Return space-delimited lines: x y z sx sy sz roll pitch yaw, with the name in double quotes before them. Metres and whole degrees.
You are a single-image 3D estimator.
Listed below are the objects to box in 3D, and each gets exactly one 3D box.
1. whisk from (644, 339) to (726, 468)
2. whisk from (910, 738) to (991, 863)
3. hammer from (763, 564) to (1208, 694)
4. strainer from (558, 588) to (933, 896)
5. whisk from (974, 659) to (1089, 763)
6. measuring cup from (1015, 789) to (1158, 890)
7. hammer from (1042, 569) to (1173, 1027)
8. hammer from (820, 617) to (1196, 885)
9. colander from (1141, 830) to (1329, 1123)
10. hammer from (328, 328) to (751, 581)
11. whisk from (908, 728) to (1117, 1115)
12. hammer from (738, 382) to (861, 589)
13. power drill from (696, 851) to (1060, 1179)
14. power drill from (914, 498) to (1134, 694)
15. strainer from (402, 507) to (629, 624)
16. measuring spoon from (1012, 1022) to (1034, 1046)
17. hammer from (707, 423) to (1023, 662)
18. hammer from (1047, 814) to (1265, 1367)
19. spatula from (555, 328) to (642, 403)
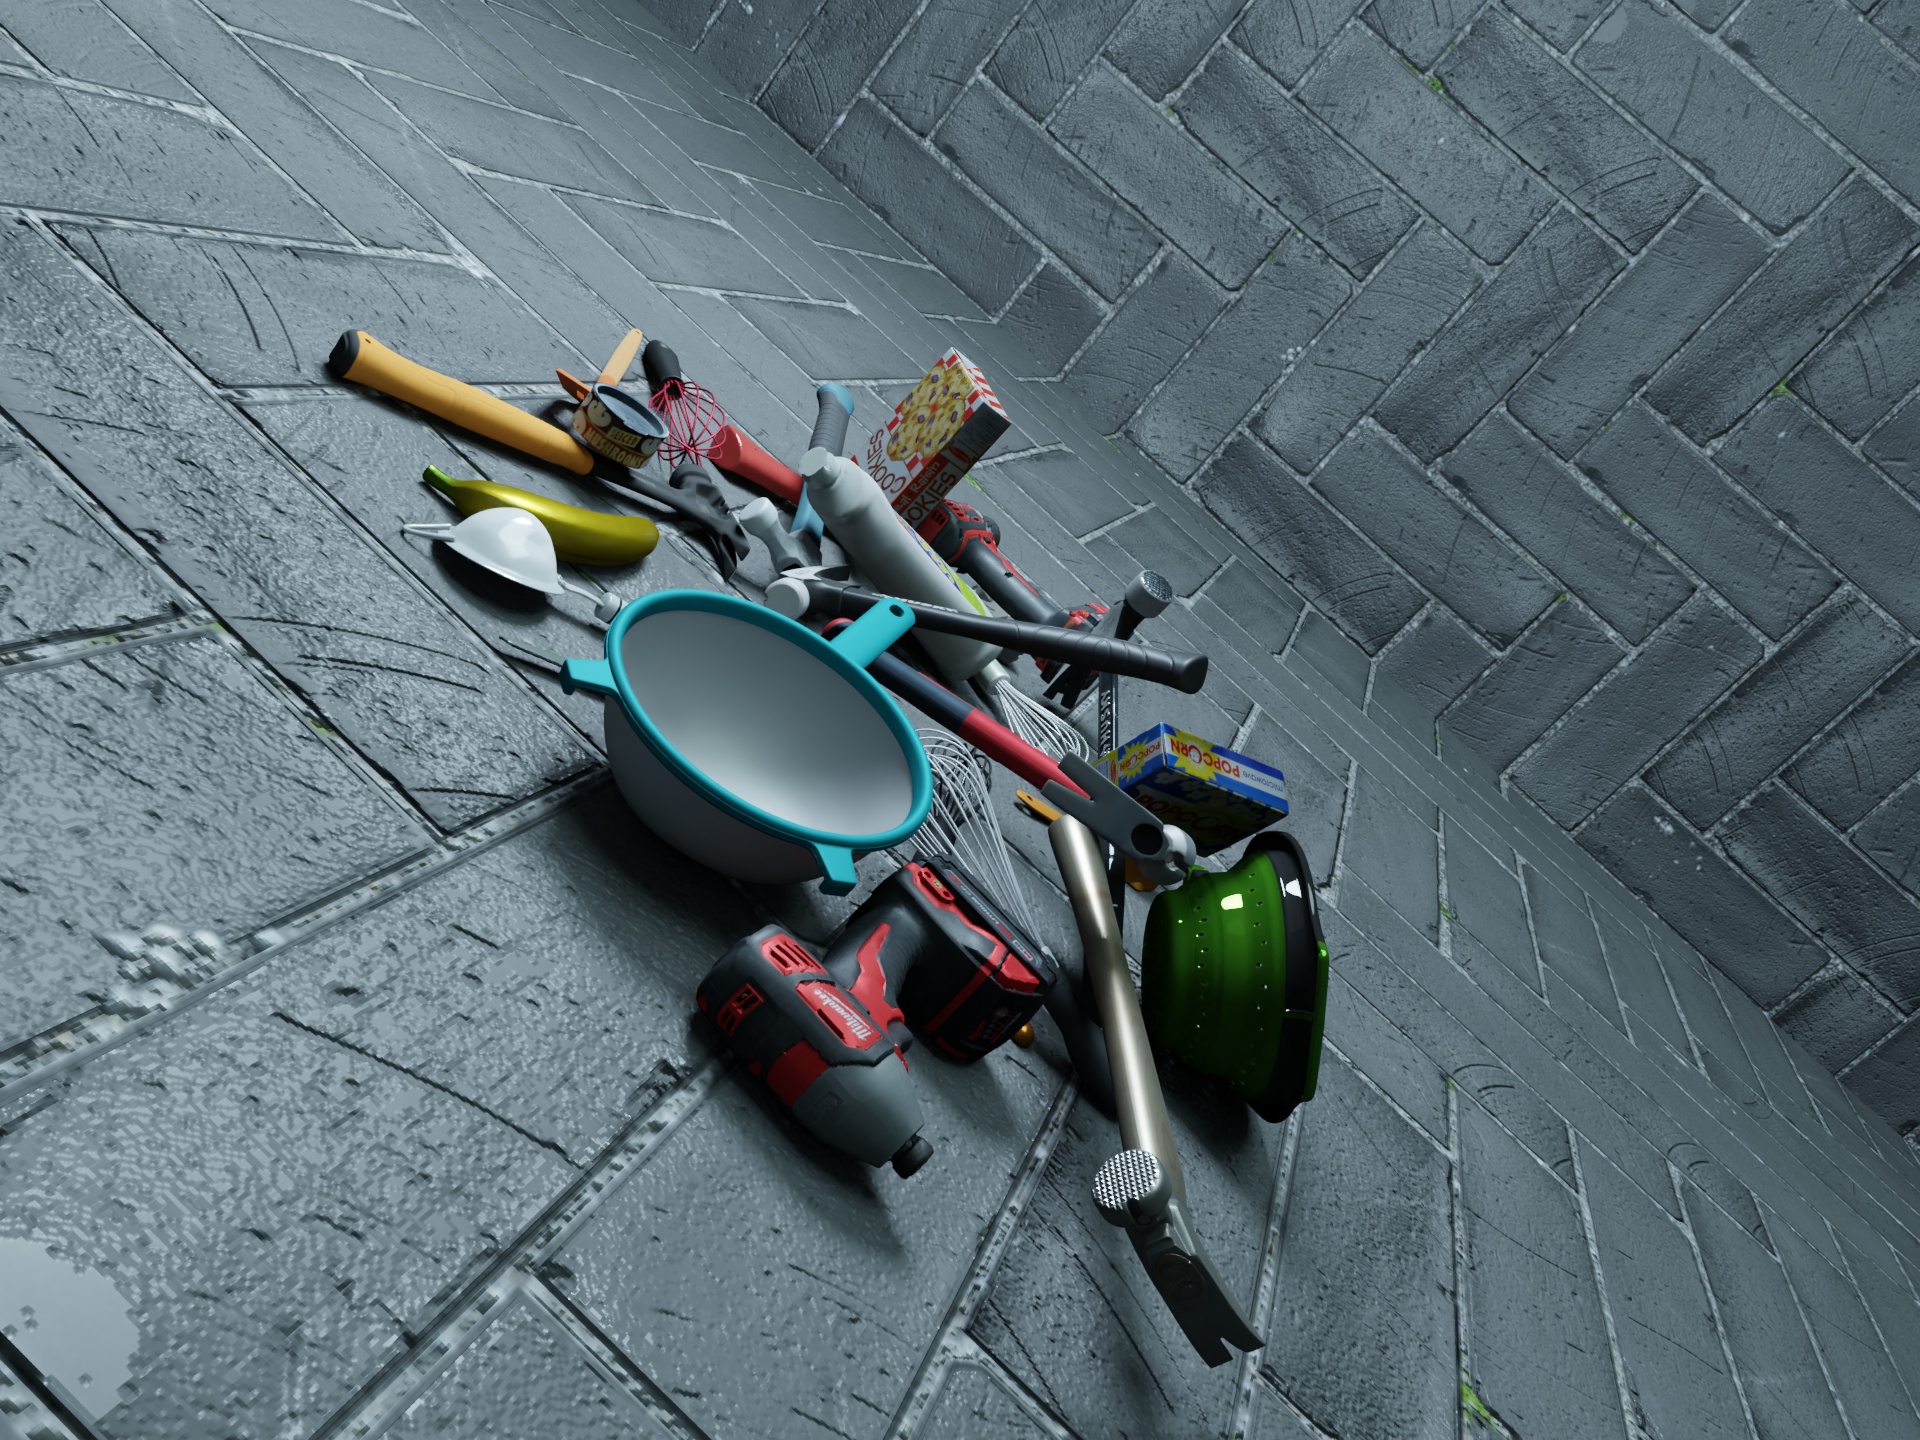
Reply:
"whisk" -0.258 -0.295 1.435 0.073 0.073 0.296 30 16 -29
"whisk" -0.015 0.075 1.120 0.055 0.055 0.239 38 24 -9
"hammer" 0.025 -0.070 1.230 0.335 0.035 0.146 12 12 6
"strainer" -0.109 0.004 0.987 0.211 0.095 0.340 37 26 1
"whisk" 0.038 -0.028 1.436 0.247 0.058 0.059 52 -13 38
"measuring cup" 0.122 0.080 1.345 0.173 0.052 0.095 30 23 -34
"hammer" 0.109 0.059 1.222 0.036 0.149 0.409 27 41 -19
"hammer" -0.002 -0.004 1.119 0.143 0.038 0.387 36 -2 -42
"colander" 0.177 0.166 1.207 0.094 0.204 0.397 4 8 -4
"hammer" -0.304 -0.201 1.181 0.336 0.034 0.127 21 27 -44
"whisk" 0.033 0.130 1.023 0.284 0.070 0.070 59 22 5
"hammer" -0.127 -0.216 1.418 0.128 0.033 0.331 53 23 -30
"power drill" -0.036 0.158 0.866 0.143 0.078 0.219 45 23 11
"power drill" 0.057 -0.130 1.540 0.227 0.080 0.188 42 15 11
"strainer" -0.238 -0.080 1.045 0.258 0.050 0.087 32 7 -33
"measuring spoon" 0.002 0.167 1.003 0.117 0.011 0.021 38 20 -8
"hammer" -0.086 -0.181 1.536 0.358 0.036 0.149 31 22 -29
"hammer" 0.101 0.189 0.966 0.146 0.038 0.411 59 11 -26
"spatula" -0.303 -0.310 1.402 0.081 0.041 0.323 34 20 -18
